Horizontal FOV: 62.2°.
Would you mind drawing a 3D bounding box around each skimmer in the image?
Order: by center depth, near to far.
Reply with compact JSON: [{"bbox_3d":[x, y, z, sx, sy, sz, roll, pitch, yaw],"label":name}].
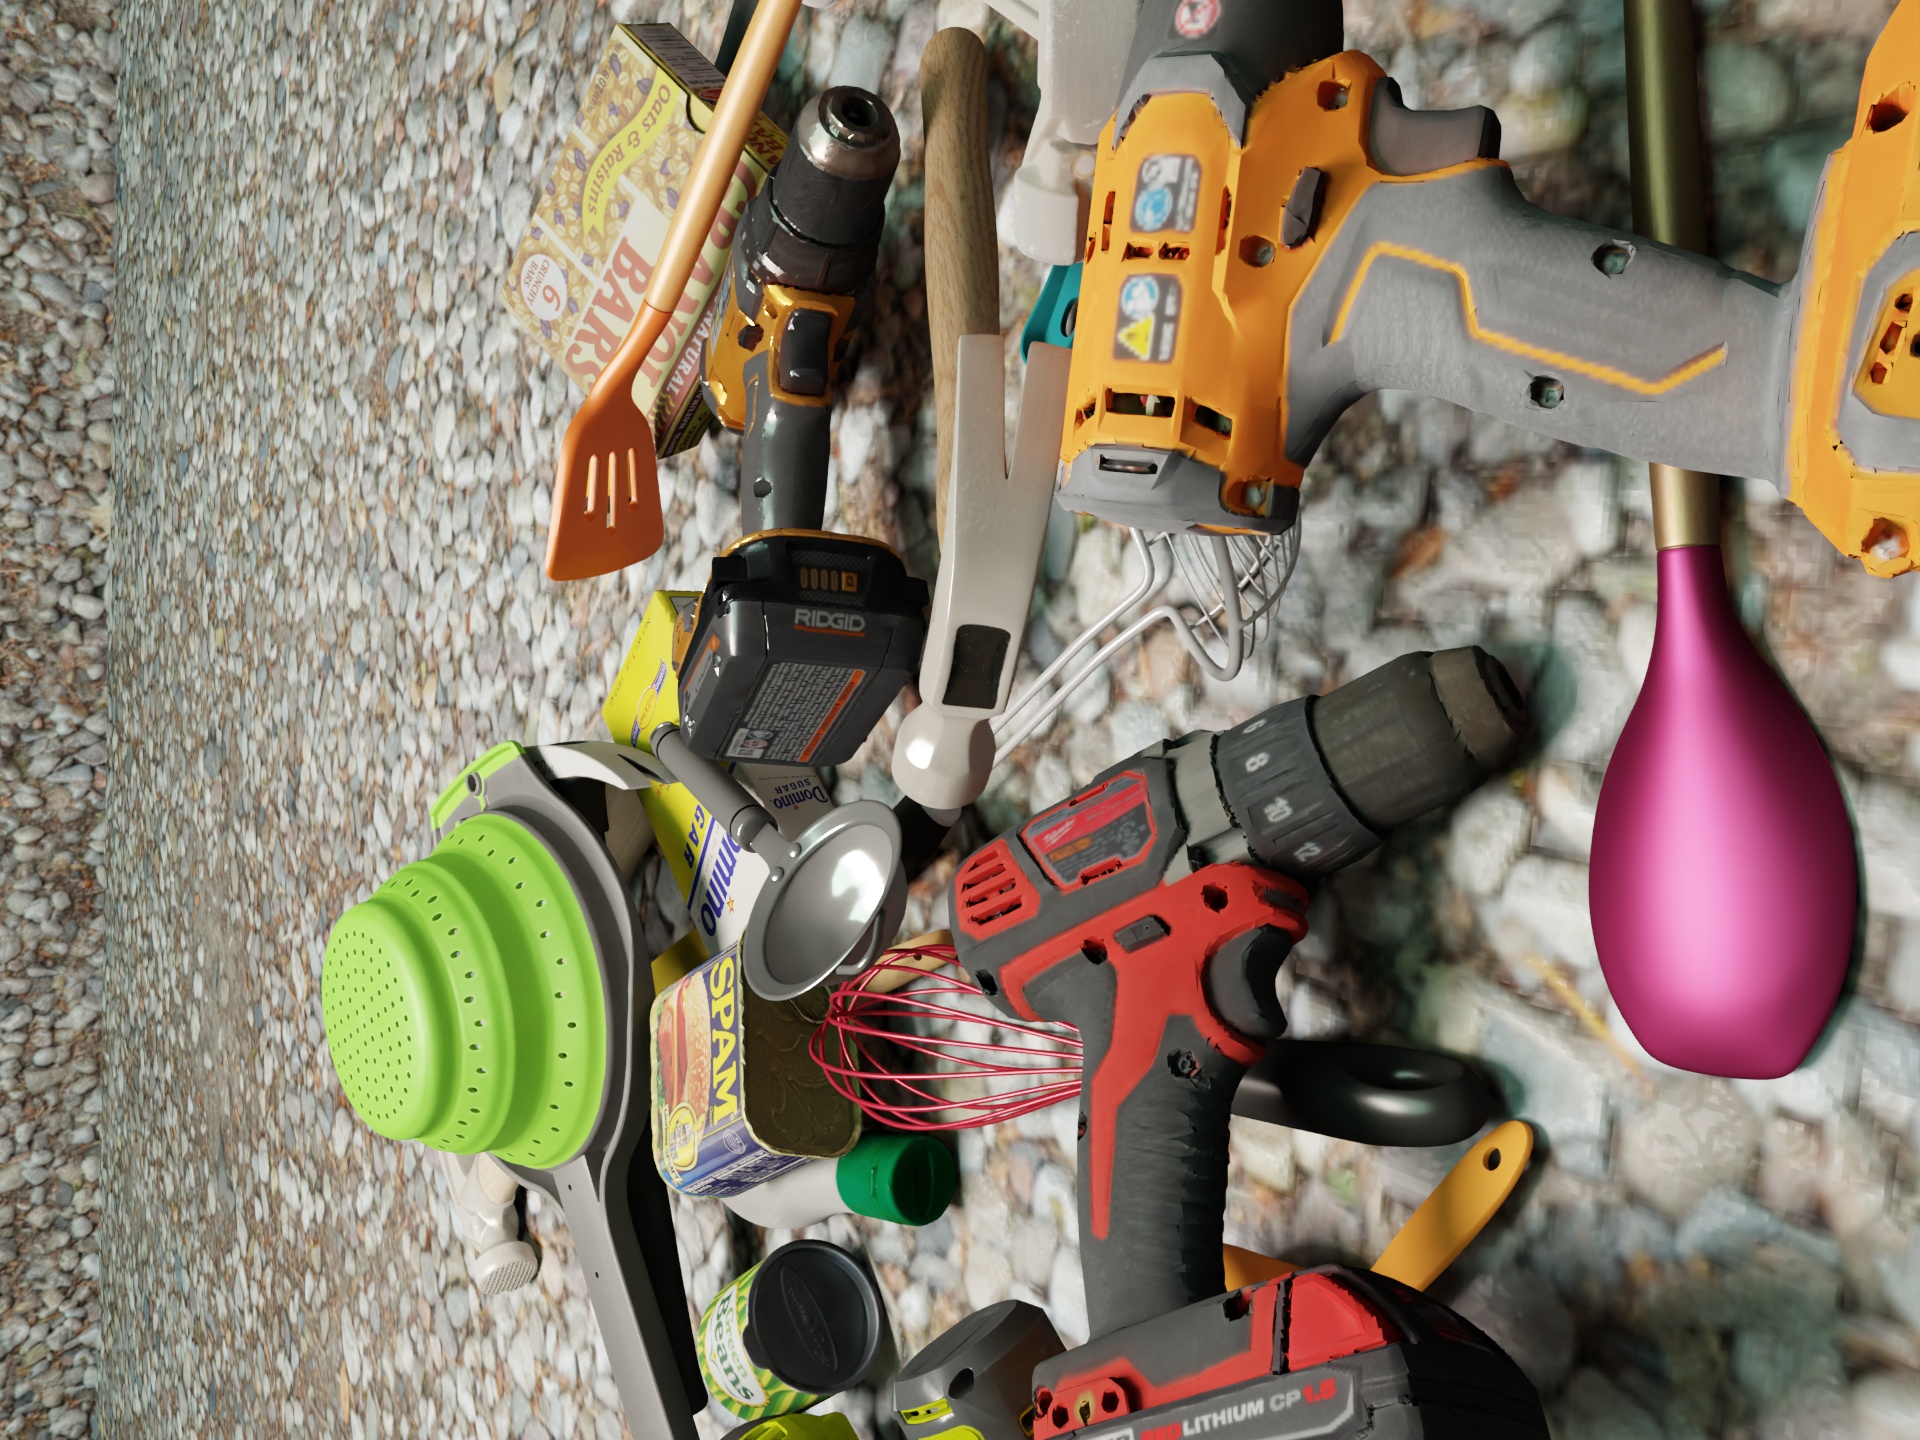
[{"bbox_3d":[-0.001,-0.002,0.588,0.363,0.090,0.127,-47,55,42],"label":"skimmer"}]

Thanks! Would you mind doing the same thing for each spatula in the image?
[{"bbox_3d":[-0.119,-0.202,0.710,0.041,0.081,0.322,42,123,16],"label":"spatula"}]

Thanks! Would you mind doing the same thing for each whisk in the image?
[{"bbox_3d":[0.047,0.118,0.555,0.296,0.073,0.073,-5,86,47],"label":"whisk"}]

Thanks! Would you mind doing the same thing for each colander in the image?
[{"bbox_3d":[-0.211,0.209,0.741,0.204,0.094,0.397,-33,72,42],"label":"colander"}]

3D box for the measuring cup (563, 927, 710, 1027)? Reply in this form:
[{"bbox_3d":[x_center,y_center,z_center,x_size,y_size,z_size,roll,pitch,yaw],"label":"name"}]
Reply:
[{"bbox_3d":[-0.153,0.132,0.846,0.156,0.029,0.062,-35,89,33],"label":"measuring cup"}]

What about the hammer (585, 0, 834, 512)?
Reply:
[{"bbox_3d":[-0.150,-0.259,0.830,0.127,0.034,0.336,52,129,38],"label":"hammer"}]

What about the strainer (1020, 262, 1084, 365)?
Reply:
[{"bbox_3d":[0.058,-0.277,0.505,0.211,0.095,0.340,45,123,43],"label":"strainer"}]

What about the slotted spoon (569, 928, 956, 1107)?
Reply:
[{"bbox_3d":[-0.102,0.152,0.762,0.313,0.031,0.070,-31,71,43],"label":"slotted spoon"}]

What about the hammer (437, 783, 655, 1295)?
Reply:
[{"bbox_3d":[-0.248,0.163,0.962,0.146,0.038,0.410,53,129,40],"label":"hammer"}]

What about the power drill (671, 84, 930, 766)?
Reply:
[{"bbox_3d":[-0.062,-0.115,0.631,0.185,0.084,0.226,130,141,-60],"label":"power drill"}]

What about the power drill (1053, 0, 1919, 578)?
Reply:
[{"bbox_3d":[0.134,-0.116,0.356,0.226,0.084,0.164,10,97,29],"label":"power drill"}]

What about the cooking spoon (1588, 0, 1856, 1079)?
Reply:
[{"bbox_3d":[0.183,-0.069,0.405,0.069,0.017,0.319,-5,87,52],"label":"cooking spoon"}]

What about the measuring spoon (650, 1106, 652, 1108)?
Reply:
[{"bbox_3d":[-0.138,0.193,0.838,0.124,0.018,0.034,-56,40,28],"label":"measuring spoon"}]

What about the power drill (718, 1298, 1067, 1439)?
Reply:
[{"bbox_3d":[-0.005,0.323,0.594,0.223,0.080,0.171,-38,80,43],"label":"power drill"}]

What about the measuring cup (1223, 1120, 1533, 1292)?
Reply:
[{"bbox_3d":[0.098,0.173,0.473,0.173,0.052,0.095,-58,21,23],"label":"measuring cup"}]

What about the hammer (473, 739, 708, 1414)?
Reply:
[{"bbox_3d":[-0.166,0.173,0.784,0.146,0.035,0.335,-13,86,44],"label":"hammer"}]

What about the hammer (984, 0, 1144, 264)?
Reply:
[{"bbox_3d":[-0.007,-0.284,0.545,0.359,0.036,0.149,-113,19,-53],"label":"hammer"}]

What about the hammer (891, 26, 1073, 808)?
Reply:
[{"bbox_3d":[0.001,-0.140,0.534,0.130,0.031,0.332,106,167,-49],"label":"hammer"}]

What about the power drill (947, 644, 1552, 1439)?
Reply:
[{"bbox_3d":[0.088,0.096,0.435,0.188,0.080,0.227,-30,47,28],"label":"power drill"}]

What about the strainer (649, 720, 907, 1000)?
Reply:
[{"bbox_3d":[-0.081,0.049,0.665,0.087,0.050,0.259,-52,37,-2],"label":"strainer"}]
